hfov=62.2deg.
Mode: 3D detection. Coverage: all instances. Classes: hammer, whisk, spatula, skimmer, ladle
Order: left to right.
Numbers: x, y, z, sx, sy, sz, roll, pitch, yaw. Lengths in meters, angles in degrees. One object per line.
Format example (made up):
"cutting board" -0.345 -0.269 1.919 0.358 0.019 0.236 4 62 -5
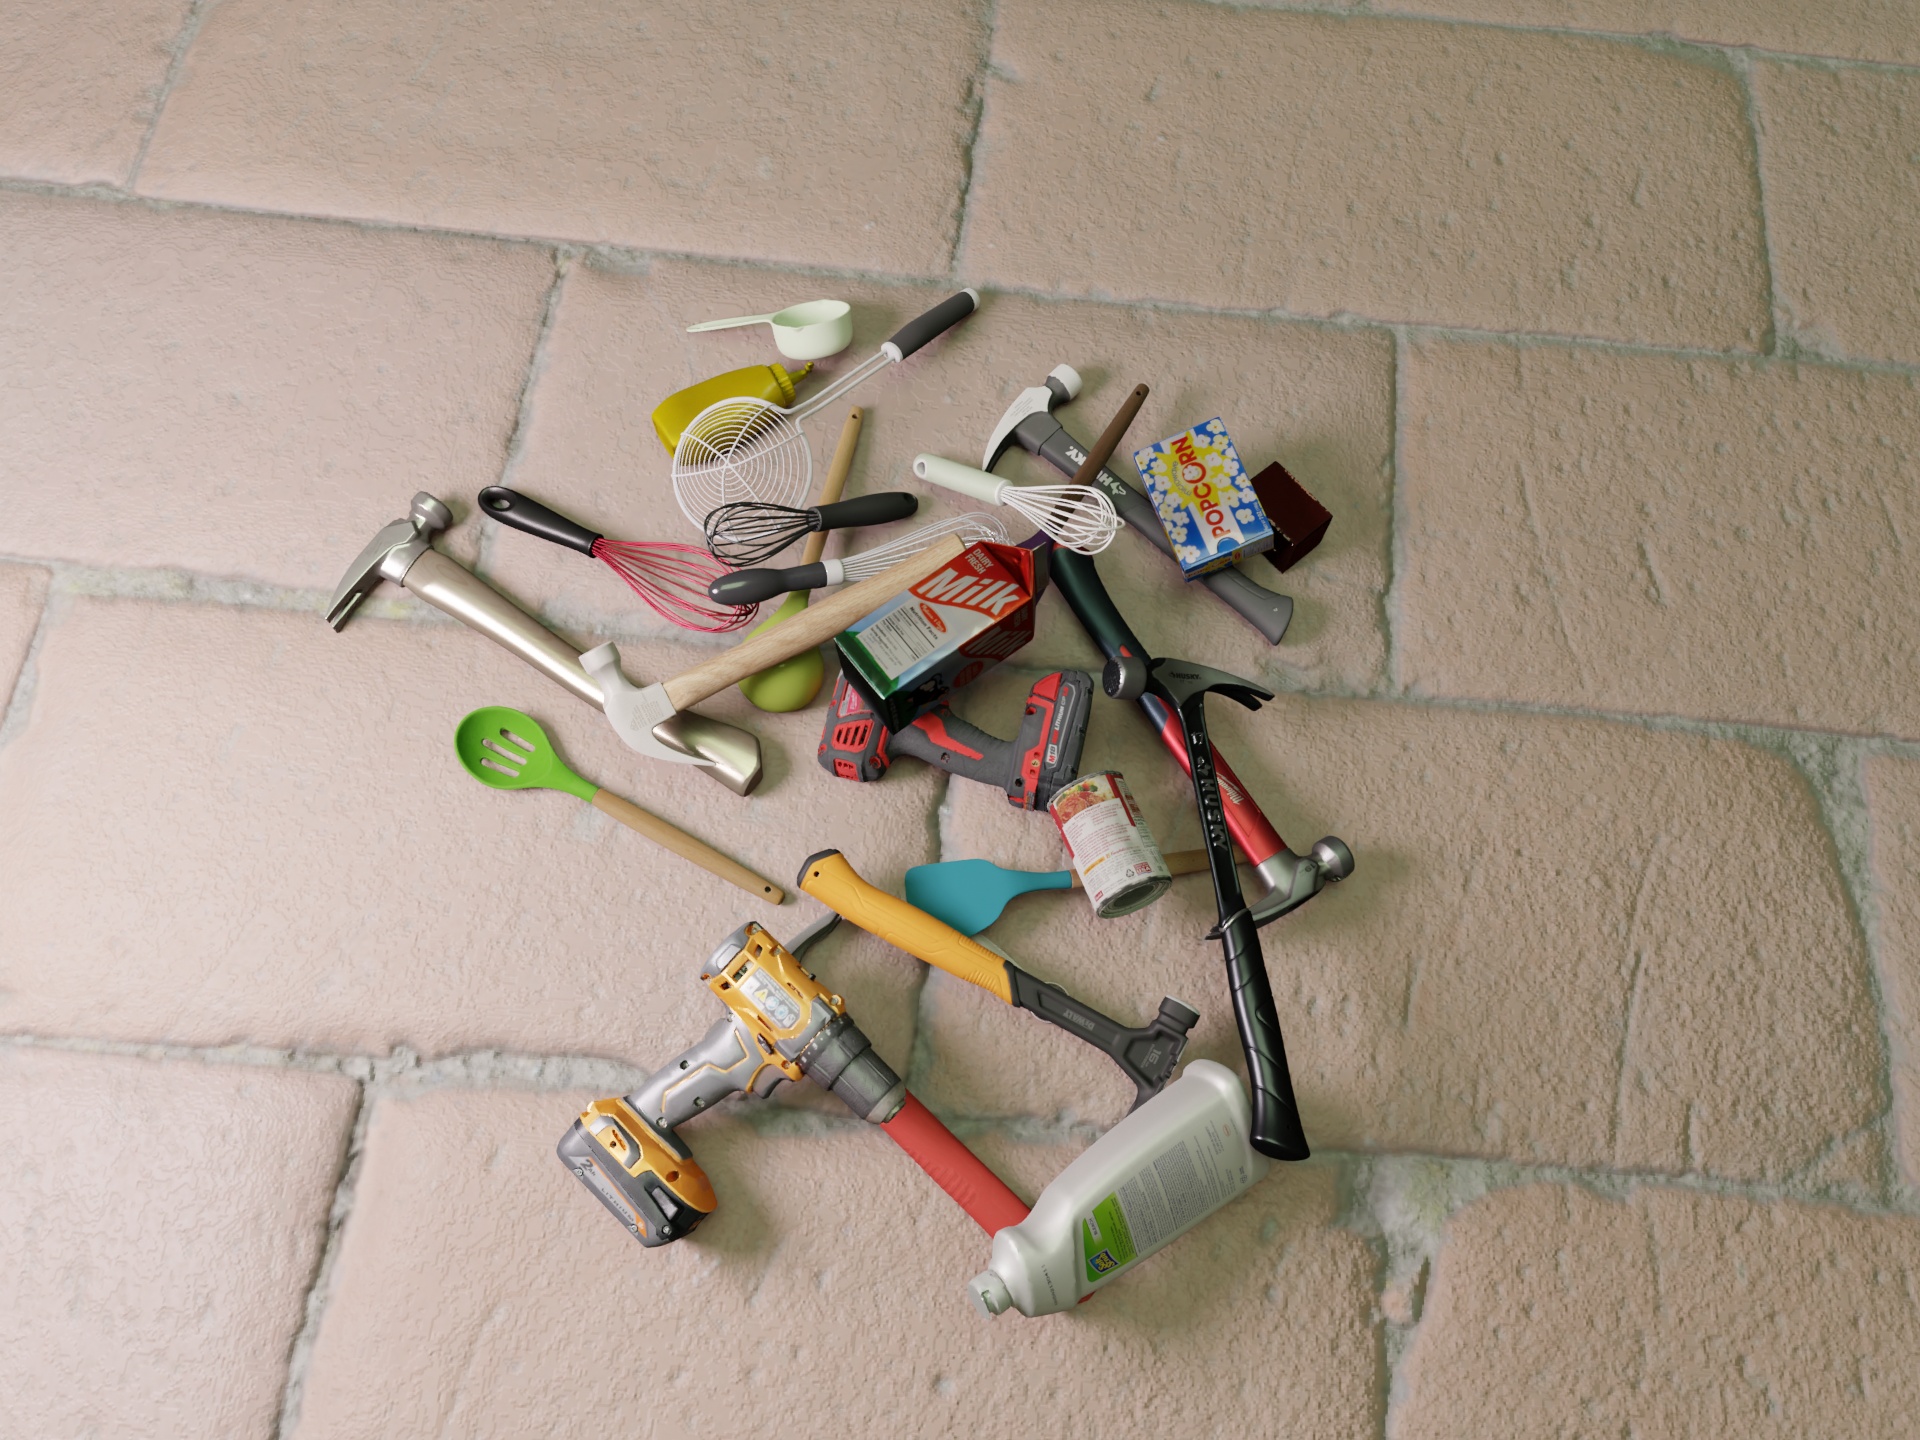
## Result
"hammer" -0.353 -0.044 1.383 0.411 0.038 0.146 31 72 10
"whisk" -0.308 -0.148 1.417 0.296 0.073 0.073 24 69 15
"hammer" -0.140 -0.068 1.331 0.331 0.031 0.130 -27 99 -9
"ladle" -0.132 -0.151 1.436 0.078 0.062 0.320 14 62 -1
"whisk" -0.125 -0.174 1.389 0.239 0.055 0.055 -17 66 -41
"skimmer" -0.112 -0.297 1.476 0.127 0.090 0.363 44 57 6
"whisk" -0.082 -0.134 1.384 0.284 0.070 0.070 -12 68 -22
"hammer" -0.027 0.316 1.249 0.359 0.036 0.149 41 73 14
"hammer" 0.016 0.206 1.269 0.337 0.034 0.127 29 82 5
"whisk" 0.045 -0.199 1.404 0.059 0.057 0.246 -16 31 -42
"spatula" 0.092 -0.191 1.419 0.060 0.018 0.316 29 65 10
"spatula" 0.114 0.133 1.333 0.317 0.044 0.082 -7 59 -10
"hammer" 0.167 -0.182 1.456 0.335 0.035 0.146 41 72 13
"hammer" 0.168 0.004 1.365 0.143 0.038 0.387 -26 68 -20
"hammer" 0.215 0.138 1.249 0.149 0.036 0.409 2 65 -24

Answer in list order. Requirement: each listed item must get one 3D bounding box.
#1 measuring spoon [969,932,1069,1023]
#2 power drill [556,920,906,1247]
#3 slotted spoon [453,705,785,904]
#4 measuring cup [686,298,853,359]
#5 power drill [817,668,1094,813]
"measuring spoon" 0.038 0.206 1.309 0.124 0.018 0.034 36 70 19
"power drill" -0.168 0.293 1.205 0.185 0.084 0.226 41 86 11
"slotted spoon" -0.286 0.078 1.341 0.314 0.031 0.070 27 70 7
"measuring cup" -0.181 -0.367 1.517 0.167 0.038 0.083 -1 32 17
"power drill" -0.002 -0.004 1.359 0.219 0.078 0.143 11 68 6
